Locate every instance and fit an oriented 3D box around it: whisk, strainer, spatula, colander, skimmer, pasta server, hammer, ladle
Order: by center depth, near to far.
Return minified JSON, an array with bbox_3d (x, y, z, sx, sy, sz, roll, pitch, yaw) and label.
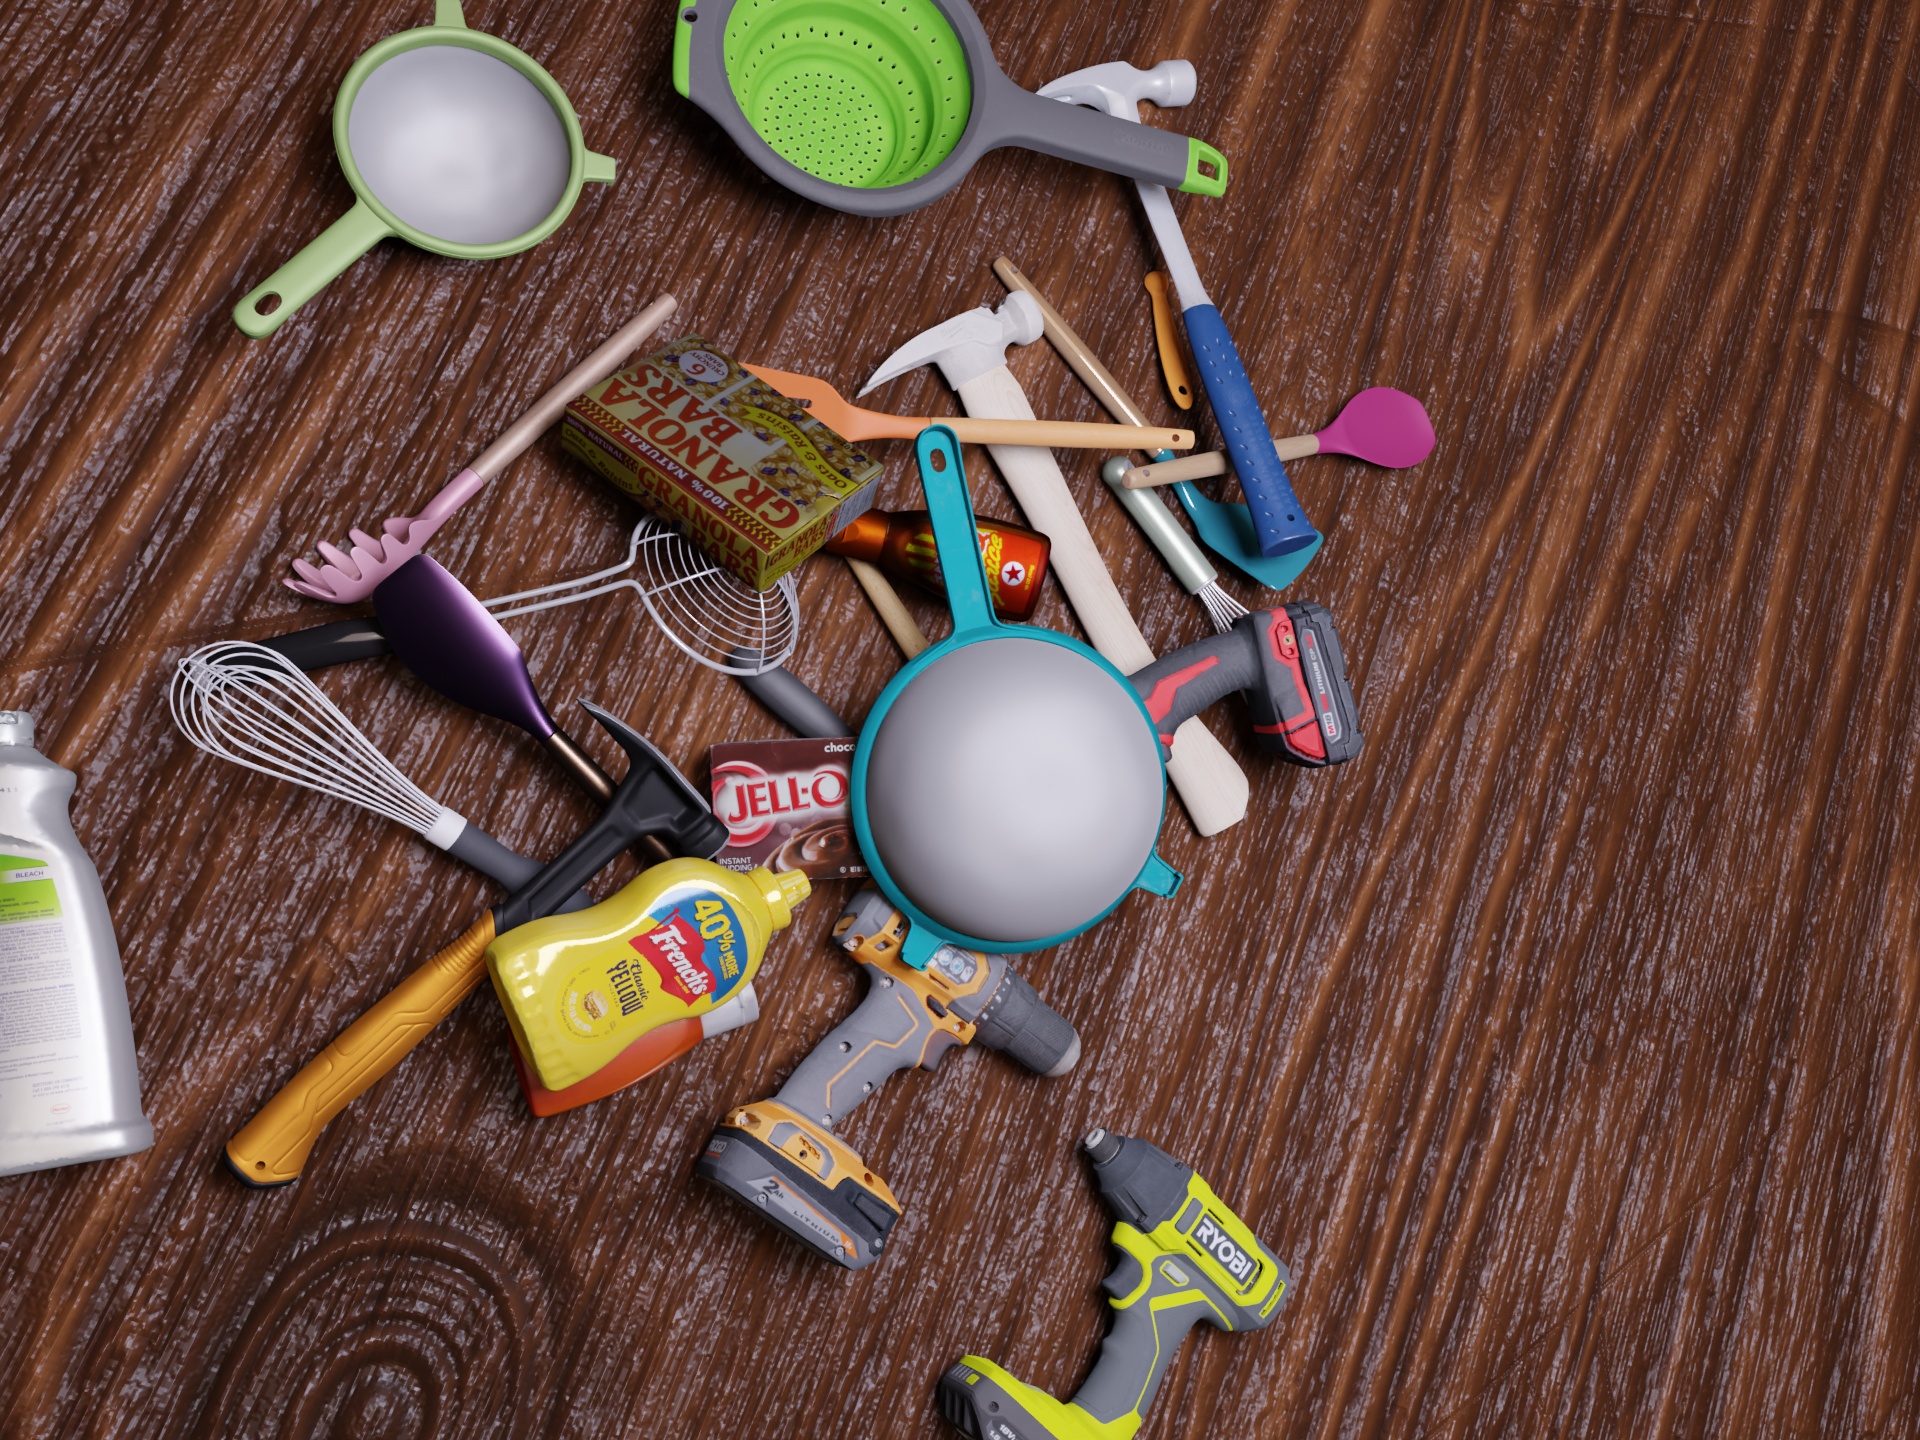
[{"bbox_3d":[-0.297,0.138,0.934,0.337,0.034,0.127,-44,117,-11],"label":"hammer"},{"bbox_3d":[-0.334,0.046,0.946,0.284,0.070,0.070,38,71,-22],"label":"whisk"},{"bbox_3d":[0.029,-0.017,0.973,0.211,0.095,0.340,-14,96,-14],"label":"strainer"},{"bbox_3d":[-0.237,0.029,0.979,0.060,0.018,0.315,-39,110,7],"label":"spatula"},{"bbox_3d":[-0.353,-0.319,0.999,0.151,0.069,0.256,44,71,-11],"label":"strainer"},{"bbox_3d":[-0.281,-0.056,1.001,0.363,0.090,0.127,-14,67,-10],"label":"skimmer"},{"bbox_3d":[-0.295,-0.179,1.014,0.316,0.060,0.040,-49,125,-22],"label":"pasta server"},{"bbox_3d":[-0.059,0.029,1.062,0.239,0.055,0.055,40,71,-5],"label":"whisk"},{"bbox_3d":[-0.002,-0.003,1.086,0.031,0.069,0.315,-33,87,7],"label":"ladle"},{"bbox_3d":[0.001,-0.198,1.086,0.322,0.041,0.081,1,94,-10],"label":"spatula"},{"bbox_3d":[-0.007,-0.416,1.118,0.397,0.094,0.204,10,78,-16],"label":"colander"},{"bbox_3d":[0.081,-0.098,1.134,0.146,0.038,0.410,-30,92,-20],"label":"hammer"},{"bbox_3d":[0.164,-0.307,1.159,0.144,0.035,0.406,-12,75,-20],"label":"hammer"},{"bbox_3d":[0.183,-0.093,1.167,0.246,0.059,0.058,52,33,-1],"label":"whisk"},{"bbox_3d":[0.137,-0.223,1.169,0.317,0.044,0.082,48,53,-5],"label":"spatula"}]

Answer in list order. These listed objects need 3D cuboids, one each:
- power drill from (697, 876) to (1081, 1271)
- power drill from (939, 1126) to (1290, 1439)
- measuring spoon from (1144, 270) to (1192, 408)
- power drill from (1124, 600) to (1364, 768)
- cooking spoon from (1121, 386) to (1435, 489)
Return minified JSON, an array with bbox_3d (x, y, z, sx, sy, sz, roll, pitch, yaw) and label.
[{"bbox_3d":[-0.037,0.235,1.020,0.185,0.084,0.226,38,67,-12],"label":"power drill"},{"bbox_3d":[0.096,0.395,1.043,0.171,0.080,0.223,46,67,-8],"label":"power drill"},{"bbox_3d":[0.159,-0.287,1.194,0.021,0.011,0.117,-3,72,-24],"label":"measuring spoon"},{"bbox_3d":[0.153,0.004,1.088,0.219,0.078,0.143,-14,91,-8],"label":"power drill"},{"bbox_3d":[0.245,-0.204,1.192,0.319,0.017,0.069,-16,82,-32],"label":"cooking spoon"}]
